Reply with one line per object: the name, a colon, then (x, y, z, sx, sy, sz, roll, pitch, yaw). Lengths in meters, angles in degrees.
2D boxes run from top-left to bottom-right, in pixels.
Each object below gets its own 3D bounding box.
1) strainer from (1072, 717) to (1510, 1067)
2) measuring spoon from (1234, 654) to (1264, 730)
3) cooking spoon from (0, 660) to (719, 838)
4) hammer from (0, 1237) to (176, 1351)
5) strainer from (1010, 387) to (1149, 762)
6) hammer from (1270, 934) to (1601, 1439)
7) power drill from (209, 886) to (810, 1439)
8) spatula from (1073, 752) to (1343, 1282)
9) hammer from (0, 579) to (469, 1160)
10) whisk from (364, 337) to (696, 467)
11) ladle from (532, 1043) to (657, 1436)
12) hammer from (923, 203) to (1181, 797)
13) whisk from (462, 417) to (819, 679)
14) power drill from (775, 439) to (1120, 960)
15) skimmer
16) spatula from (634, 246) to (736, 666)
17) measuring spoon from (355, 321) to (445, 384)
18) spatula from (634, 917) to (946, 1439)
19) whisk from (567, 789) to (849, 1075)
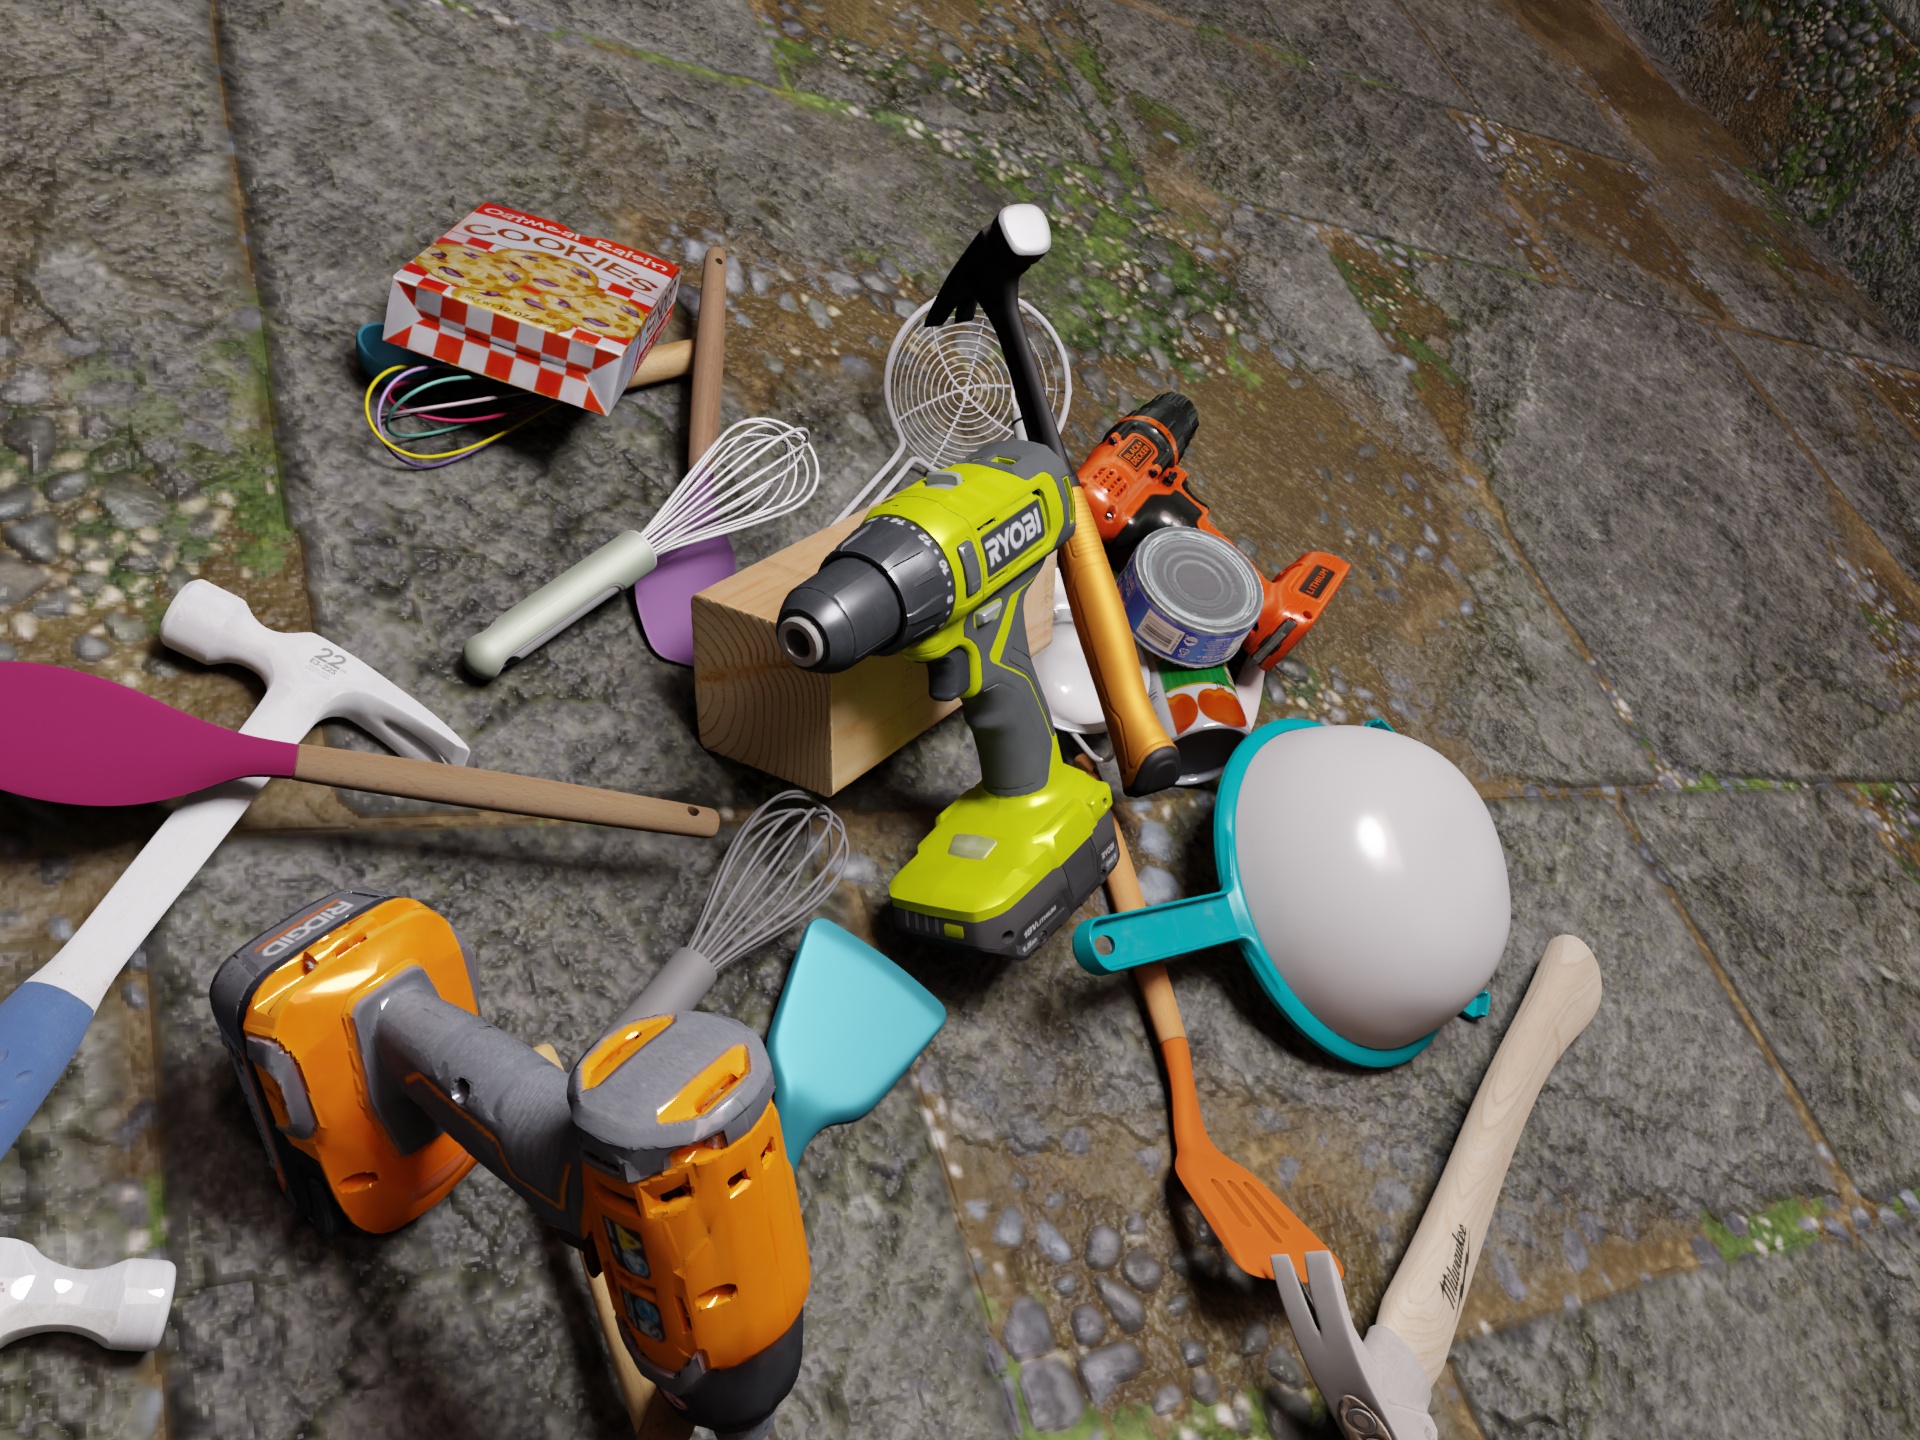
strainer: (0.203, 0.089, 0.864, 0.340, 0.095, 0.211, -5, 73, -44)
measuring spoon: (0.200, -0.032, 1.070, 0.034, 0.018, 0.124, 32, 44, -7)
cooking spoon: (-0.251, 0.021, 0.666, 0.318, 0.017, 0.069, 11, 42, -28)
hammer: (-0.319, 0.305, 0.430, 0.128, 0.033, 0.331, 15, 47, -24)
strainer: (0.059, -0.090, 0.975, 0.087, 0.050, 0.259, -5, 73, -14)
hammer: (0.282, 0.226, 0.866, 0.411, 0.038, 0.146, -39, 103, -49)
power drill: (-0.148, 0.156, 0.550, 0.227, 0.164, 0.084, 13, 33, 32)
spatula: (0.113, 0.146, 0.845, 0.081, 0.041, 0.323, 18, 43, -39)
hammer: (-0.316, 0.096, 0.579, 0.144, 0.035, 0.406, 28, 37, -11)
whisk: (-0.232, -0.195, 0.909, 0.047, 0.051, 0.245, 44, 40, 15)
ladle: (-0.109, 0.266, 0.588, 0.069, 0.031, 0.316, -5, 61, -41)
hammer: (0.058, -0.117, 0.923, 0.034, 0.127, 0.337, -14, 82, -24)
whisk: (-0.163, -0.093, 0.843, 0.059, 0.058, 0.246, 50, 56, -3)
power drill: (-0.001, -0.002, 0.767, 0.080, 0.228, 0.190, 6, 30, 35)
skimmer: (-0.039, -0.143, 0.952, 0.127, 0.090, 0.363, 50, 41, -15)
spatula: (-0.153, -0.165, 0.932, 0.059, 0.018, 0.316, 17, 54, -27)
measuring spoon: (-0.283, -0.201, 0.902, 0.128, 0.021, 0.042, -8, 56, -48)
spatula: (-0.080, 0.200, 0.642, 0.082, 0.044, 0.318, 38, 28, -8)
whisk: (-0.120, 0.114, 0.719, 0.055, 0.055, 0.239, 38, 48, 0)
